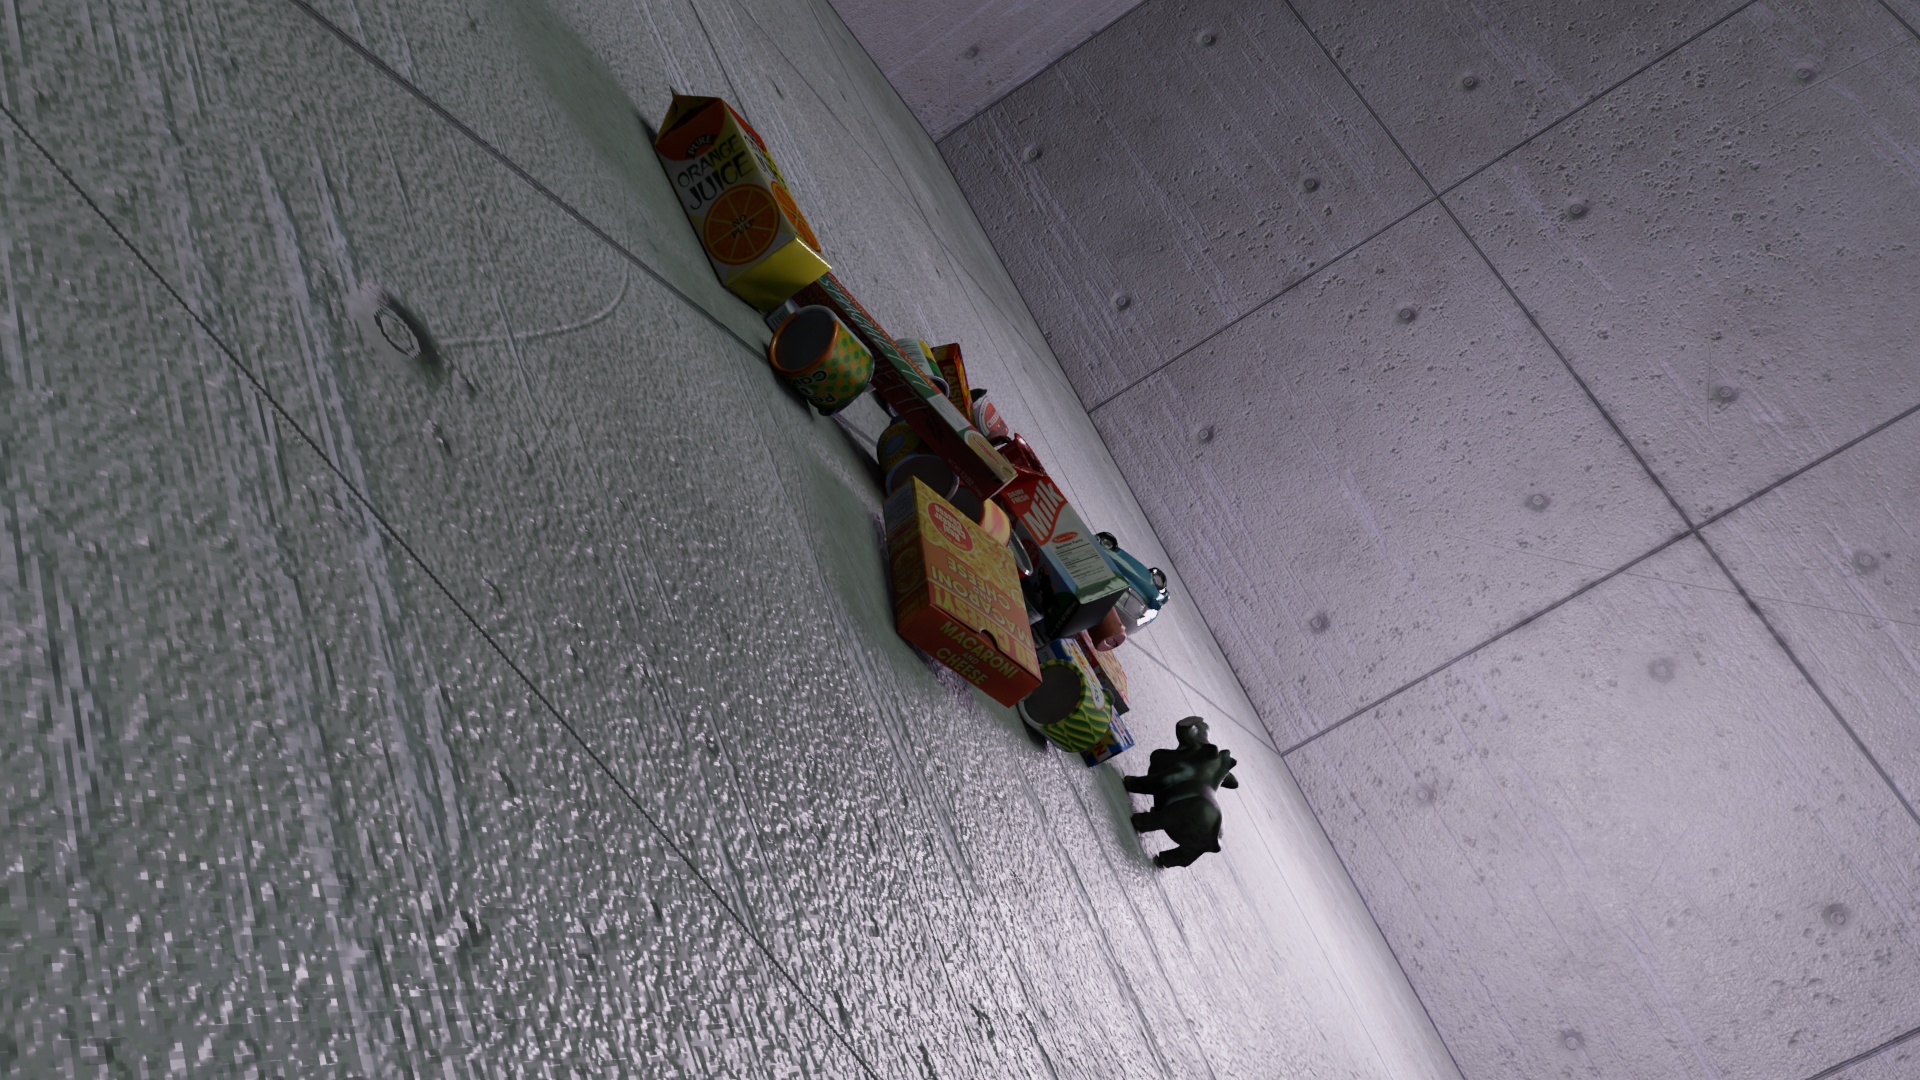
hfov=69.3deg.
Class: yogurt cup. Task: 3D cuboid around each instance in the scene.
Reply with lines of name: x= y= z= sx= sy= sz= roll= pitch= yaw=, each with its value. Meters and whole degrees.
yogurt cup: x=0.029 y=0.016 z=1.318 sx=0.072 sy=0.054 sz=0.072 roll=55 pitch=12 yaw=-17

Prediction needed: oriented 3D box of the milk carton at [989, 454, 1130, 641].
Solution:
milk carton: x=0.082 y=0.002 z=1.432 sx=0.074 sy=0.072 sz=0.191 roll=-17 pitch=62 yaw=-37

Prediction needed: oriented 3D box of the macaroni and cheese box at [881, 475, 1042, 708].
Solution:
macaroni and cheese box: x=-0.001 y=0.038 z=1.098 sx=0.123 sy=0.040 sz=0.167 roll=37 pitch=24 yaw=-29

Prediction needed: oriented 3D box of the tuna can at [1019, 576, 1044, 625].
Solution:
tuna can: x=0.051 y=0.053 z=1.367 sx=0.071 sy=0.033 sz=0.071 roll=55 pitch=12 yaw=-17

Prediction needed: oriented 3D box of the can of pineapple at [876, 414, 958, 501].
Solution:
can of pineapple: x=-0.039 y=-0.067 z=1.220 sx=0.071 sy=0.071 sz=0.058 roll=50 pitch=14 yaw=-37

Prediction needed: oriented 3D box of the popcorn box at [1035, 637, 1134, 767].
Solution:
popcorn box: x=0.120 y=0.158 z=1.375 sx=0.127 sy=0.038 sz=0.085 roll=60 pitch=10 yaw=11

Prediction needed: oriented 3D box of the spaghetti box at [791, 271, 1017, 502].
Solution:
spaghetti box: x=-0.049 y=-0.135 z=1.189 sx=0.250 sy=0.028 sz=0.050 roll=47 pitch=20 yaw=3

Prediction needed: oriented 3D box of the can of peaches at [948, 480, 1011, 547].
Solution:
can of peaches: x=0.005 y=-0.016 z=1.267 sx=0.058 sy=0.071 sz=0.071 roll=40 pitch=21 yaw=-55

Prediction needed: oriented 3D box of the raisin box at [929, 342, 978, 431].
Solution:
raisin box: x=-0.008 y=-0.146 z=1.513 sx=0.086 sy=0.040 sz=0.123 roll=-82 pitch=160 yaw=-70

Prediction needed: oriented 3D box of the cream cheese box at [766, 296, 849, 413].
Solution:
cream cheese box: x=-0.127 y=-0.163 z=1.200 sx=0.103 sy=0.024 sz=0.053 roll=54 pitch=14 yaw=-19

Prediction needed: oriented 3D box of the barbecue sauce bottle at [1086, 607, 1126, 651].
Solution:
barbecue sauce bottle: x=0.134 y=0.049 z=1.495 sx=0.064 sy=0.043 sz=0.149 roll=39 pitch=24 yaw=-55

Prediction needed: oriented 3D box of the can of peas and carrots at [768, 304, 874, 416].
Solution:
can of peas and carrots: x=-0.113 y=-0.145 z=1.120 sx=0.058 sy=0.071 sz=0.071 roll=44 pitch=18 yaw=-51

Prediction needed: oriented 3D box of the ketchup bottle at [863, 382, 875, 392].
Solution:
ketchup bottle: x=-0.120 y=-0.202 z=1.284 sx=0.148 sy=0.043 sz=0.065 roll=51 pitch=14 yaw=-32

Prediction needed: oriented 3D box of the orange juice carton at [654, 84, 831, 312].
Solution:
orange juice carton: x=-0.189 y=-0.293 z=1.157 sx=0.193 sy=0.073 sz=0.072 roll=62 pitch=12 yaw=19

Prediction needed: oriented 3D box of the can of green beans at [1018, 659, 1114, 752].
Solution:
can of green beans: x=0.091 y=0.145 z=1.218 sx=0.057 sy=0.071 sz=0.071 roll=45 pitch=17 yaw=-48

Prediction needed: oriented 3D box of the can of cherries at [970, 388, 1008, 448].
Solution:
can of cherries: x=0.016 y=-0.135 z=1.609 sx=0.058 sy=0.071 sz=0.072 roll=55 pitch=12 yaw=-20

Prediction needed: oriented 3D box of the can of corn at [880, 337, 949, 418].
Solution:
can of corn: x=-0.052 y=-0.162 z=1.413 sx=0.071 sy=0.071 sz=0.058 roll=43 pitch=19 yaw=-54

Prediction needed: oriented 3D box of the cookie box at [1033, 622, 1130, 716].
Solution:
cookie box: x=0.126 y=0.107 z=1.523 sx=0.167 sy=0.040 sz=0.123 roll=57 pitch=11 yaw=-7
